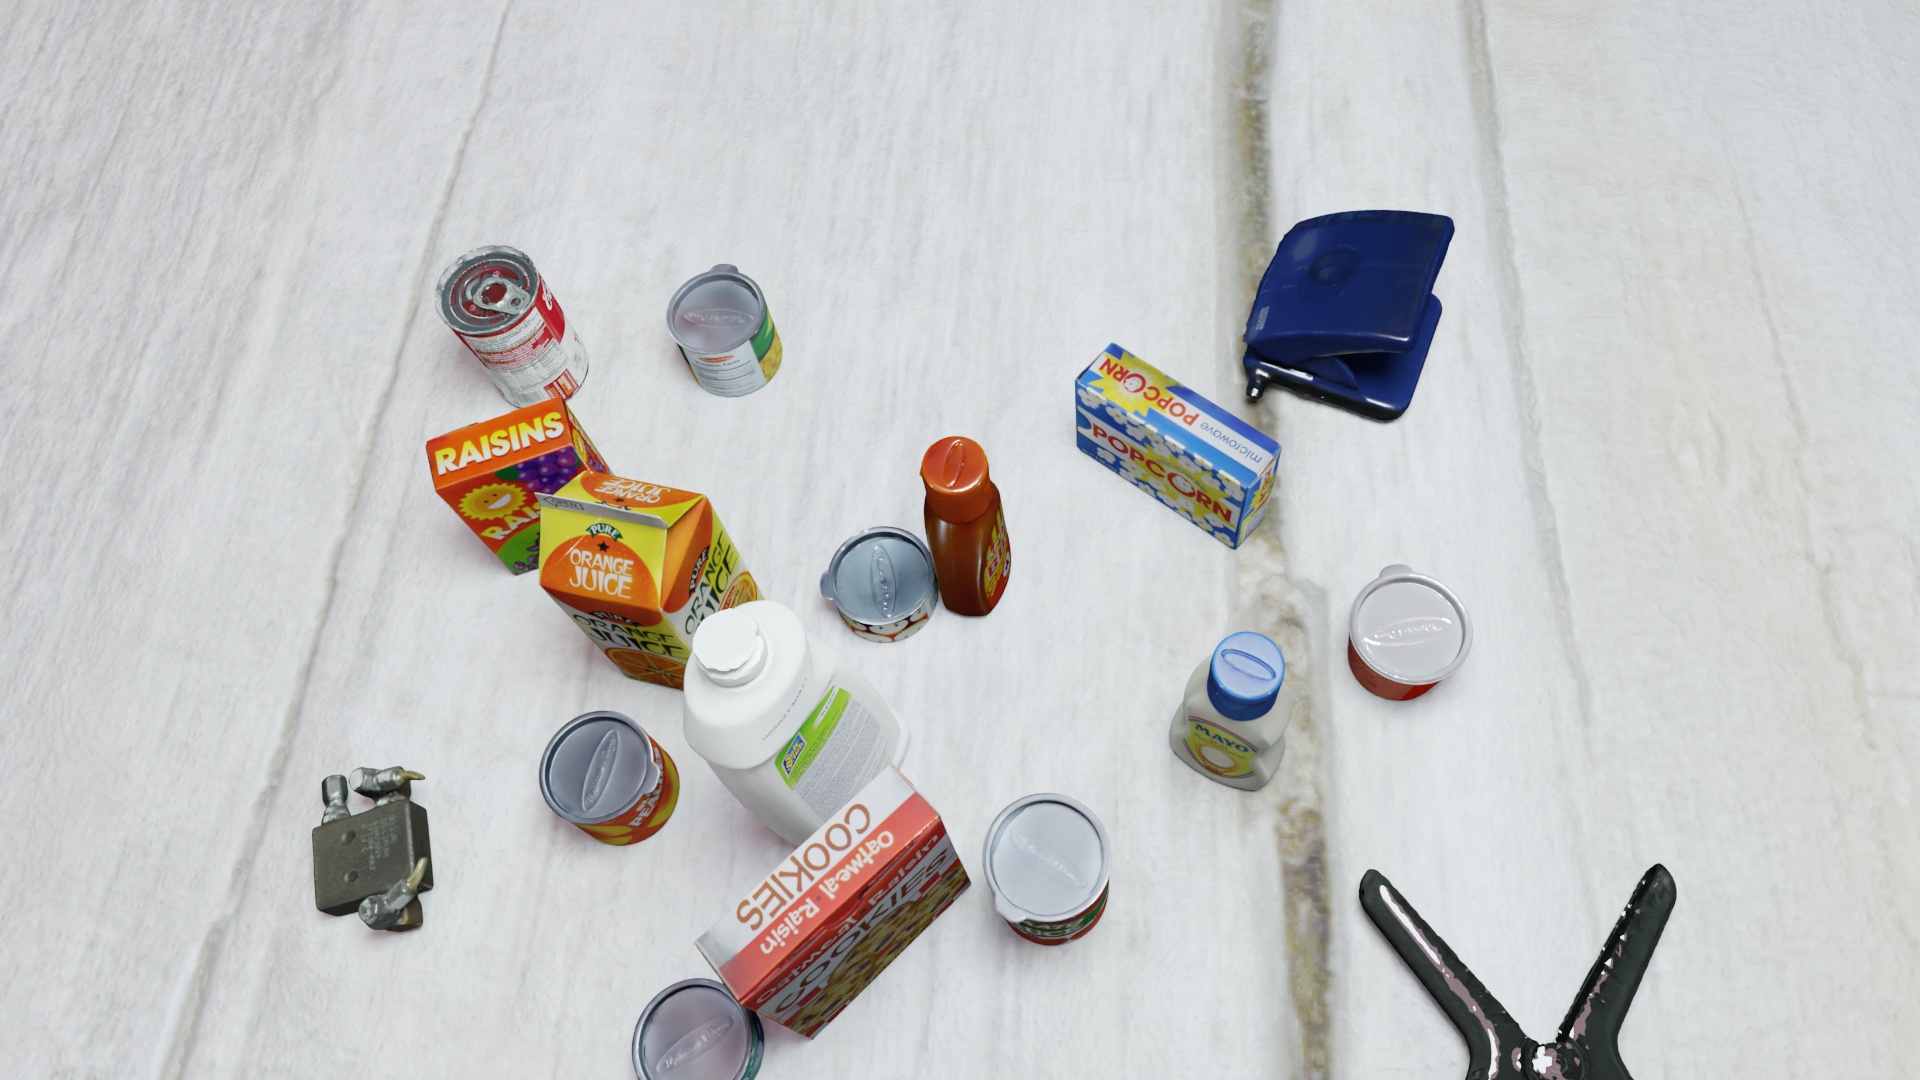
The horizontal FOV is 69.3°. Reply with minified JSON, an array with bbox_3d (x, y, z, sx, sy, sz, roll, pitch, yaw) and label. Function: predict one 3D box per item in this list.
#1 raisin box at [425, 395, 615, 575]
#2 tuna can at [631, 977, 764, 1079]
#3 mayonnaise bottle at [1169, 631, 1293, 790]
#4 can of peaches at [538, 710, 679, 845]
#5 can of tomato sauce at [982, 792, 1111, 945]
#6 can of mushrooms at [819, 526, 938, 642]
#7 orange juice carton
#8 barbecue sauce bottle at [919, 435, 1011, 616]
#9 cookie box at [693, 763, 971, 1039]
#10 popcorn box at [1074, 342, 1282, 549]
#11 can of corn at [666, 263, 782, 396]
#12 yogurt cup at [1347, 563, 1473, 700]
[{"bbox_3d":[-0.262,-0.032,0.860,0.086,0.123,0.040,-19,65,-3],"label":"raisin box"},{"bbox_3d":[-0.140,0.275,0.751,0.071,0.032,0.071,-2,65,5],"label":"tuna can"},{"bbox_3d":[0.147,0.091,0.746,0.065,0.147,0.041,25,70,16],"label":"mayonnaise bottle"},{"bbox_3d":[-0.201,0.140,0.808,0.071,0.058,0.071,-2,65,5],"label":"can of peaches"},{"bbox_3d":[0.047,0.181,0.749,0.071,0.082,0.071,-2,65,5],"label":"can of tomato sauce"},{"bbox_3d":[-0.050,0.028,0.859,0.071,0.033,0.071,-2,65,5],"label":"can of mushrooms"},{"bbox_3d":[-0.175,0.022,0.787,0.072,0.192,0.073,12,67,11],"label":"orange juice carton"},{"bbox_3d":[0.003,-0.010,0.809,0.044,0.148,0.065,10,66,10],"label":"barbecue sauce bottle"},{"bbox_3d":[-0.057,0.190,0.709,0.123,0.166,0.040,-42,68,-13],"label":"cookie box"},{"bbox_3d":[0.131,-0.057,0.853,0.127,0.085,0.038,35,73,20],"label":"popcorn box"},{"bbox_3d":[-0.157,-0.141,0.937,0.071,0.058,0.071,-2,65,5],"label":"can of corn"},{"bbox_3d":[0.255,0.059,0.803,0.072,0.053,0.072,-2,65,5],"label":"yogurt cup"}]
